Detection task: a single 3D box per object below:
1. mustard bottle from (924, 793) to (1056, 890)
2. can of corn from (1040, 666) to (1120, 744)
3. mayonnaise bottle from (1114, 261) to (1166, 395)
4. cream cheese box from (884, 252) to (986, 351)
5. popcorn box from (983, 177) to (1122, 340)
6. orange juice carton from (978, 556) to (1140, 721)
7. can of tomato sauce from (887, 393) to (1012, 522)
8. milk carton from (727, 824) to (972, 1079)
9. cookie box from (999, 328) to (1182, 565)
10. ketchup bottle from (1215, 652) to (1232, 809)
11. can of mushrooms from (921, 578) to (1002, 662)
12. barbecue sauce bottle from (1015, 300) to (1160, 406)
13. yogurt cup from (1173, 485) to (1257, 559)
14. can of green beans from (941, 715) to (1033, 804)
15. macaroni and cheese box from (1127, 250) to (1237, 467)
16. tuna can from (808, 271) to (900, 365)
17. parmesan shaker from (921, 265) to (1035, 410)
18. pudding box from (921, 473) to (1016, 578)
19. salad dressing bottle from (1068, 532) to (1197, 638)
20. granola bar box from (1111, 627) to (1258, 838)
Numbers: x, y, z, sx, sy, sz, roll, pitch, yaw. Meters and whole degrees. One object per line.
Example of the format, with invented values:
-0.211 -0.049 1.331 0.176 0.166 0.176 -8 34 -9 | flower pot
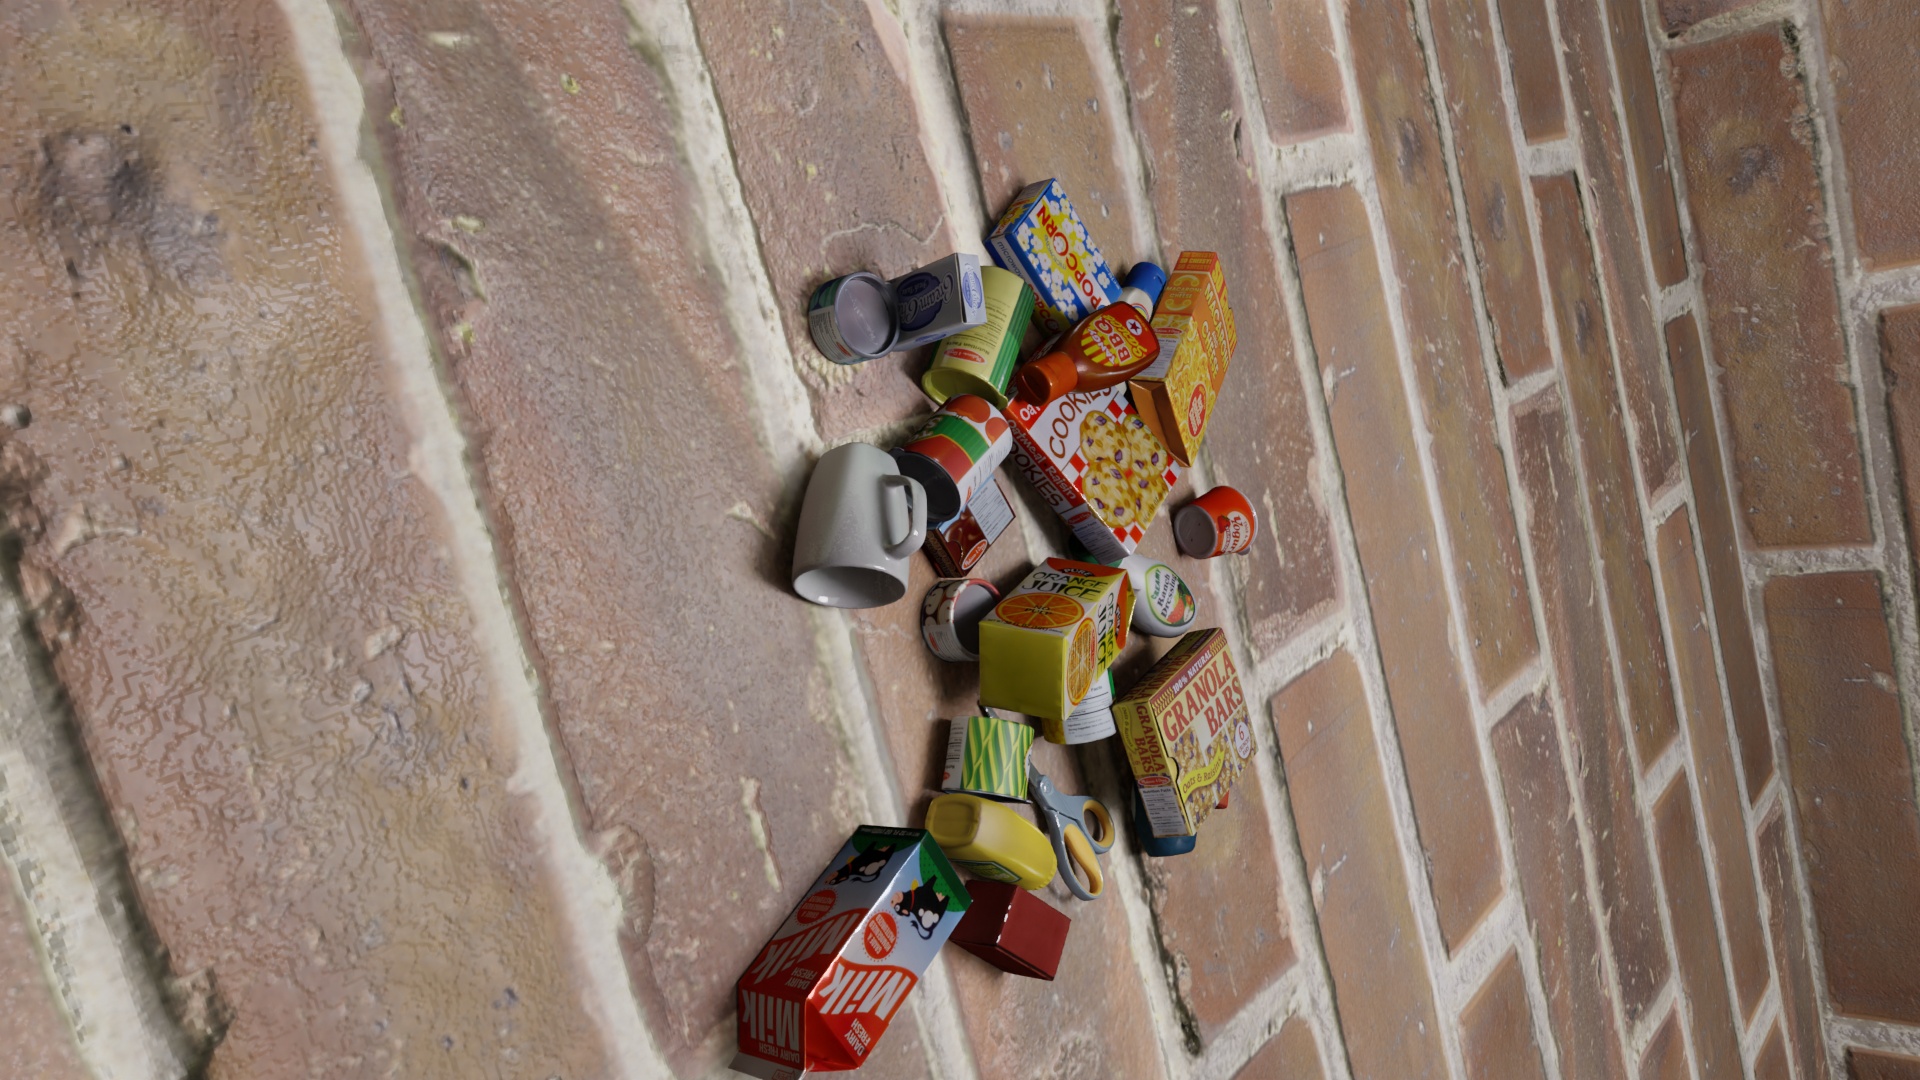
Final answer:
0.036 0.243 1.088 0.160 0.065 0.049 39 56 -45 | mustard bottle
0.097 0.134 1.164 0.071 0.071 0.058 -15 97 -46 | can of corn
0.147 -0.195 1.271 0.064 0.041 0.149 55 50 -36 | mayonnaise bottle
-0.024 -0.178 1.046 0.024 0.103 0.053 -4 87 -40 | cream cheese box
0.082 -0.239 1.212 0.126 0.038 0.085 53 50 -27 | popcorn box
0.084 0.068 1.121 0.193 0.072 0.072 -38 132 -59 | orange juice carton
-0.009 -0.066 1.076 0.083 0.071 0.071 -50 120 -38 | can of tomato sauce
-0.080 0.290 0.952 0.191 0.072 0.073 -48 119 -38 | milk carton
0.105 -0.080 1.188 0.167 0.040 0.123 49 49 -14 | cookie box
0.233 0.176 1.314 0.064 0.043 0.149 25 68 -43 | ketchup bottle
0.004 0.061 1.097 0.071 0.033 0.071 7 80 -45 | can of mushrooms
0.104 -0.151 1.156 0.149 0.043 0.065 -31 83 -43 | barbecue sauce bottle
0.242 -0.014 1.334 0.054 0.072 0.072 -19 99 -38 | yogurt cup
0.022 0.170 1.078 0.071 0.071 0.058 23 69 -43 | can of green beans
0.214 -0.172 1.314 0.167 0.040 0.123 -65 148 -28 | macaroni and cheese box
-0.078 -0.167 1.039 0.071 0.033 0.071 7 80 -46 | tuna can
0.018 -0.159 1.112 0.071 0.071 0.103 39 58 -36 | parmesan shaker
0.004 -0.014 1.108 0.084 0.030 0.049 -49 121 -38 | pudding box
0.155 0.035 1.249 0.147 0.044 0.064 38 60 -34 | salad dressing bottle
0.199 0.163 1.203 0.166 0.039 0.124 -32 106 -53 | granola bar box
